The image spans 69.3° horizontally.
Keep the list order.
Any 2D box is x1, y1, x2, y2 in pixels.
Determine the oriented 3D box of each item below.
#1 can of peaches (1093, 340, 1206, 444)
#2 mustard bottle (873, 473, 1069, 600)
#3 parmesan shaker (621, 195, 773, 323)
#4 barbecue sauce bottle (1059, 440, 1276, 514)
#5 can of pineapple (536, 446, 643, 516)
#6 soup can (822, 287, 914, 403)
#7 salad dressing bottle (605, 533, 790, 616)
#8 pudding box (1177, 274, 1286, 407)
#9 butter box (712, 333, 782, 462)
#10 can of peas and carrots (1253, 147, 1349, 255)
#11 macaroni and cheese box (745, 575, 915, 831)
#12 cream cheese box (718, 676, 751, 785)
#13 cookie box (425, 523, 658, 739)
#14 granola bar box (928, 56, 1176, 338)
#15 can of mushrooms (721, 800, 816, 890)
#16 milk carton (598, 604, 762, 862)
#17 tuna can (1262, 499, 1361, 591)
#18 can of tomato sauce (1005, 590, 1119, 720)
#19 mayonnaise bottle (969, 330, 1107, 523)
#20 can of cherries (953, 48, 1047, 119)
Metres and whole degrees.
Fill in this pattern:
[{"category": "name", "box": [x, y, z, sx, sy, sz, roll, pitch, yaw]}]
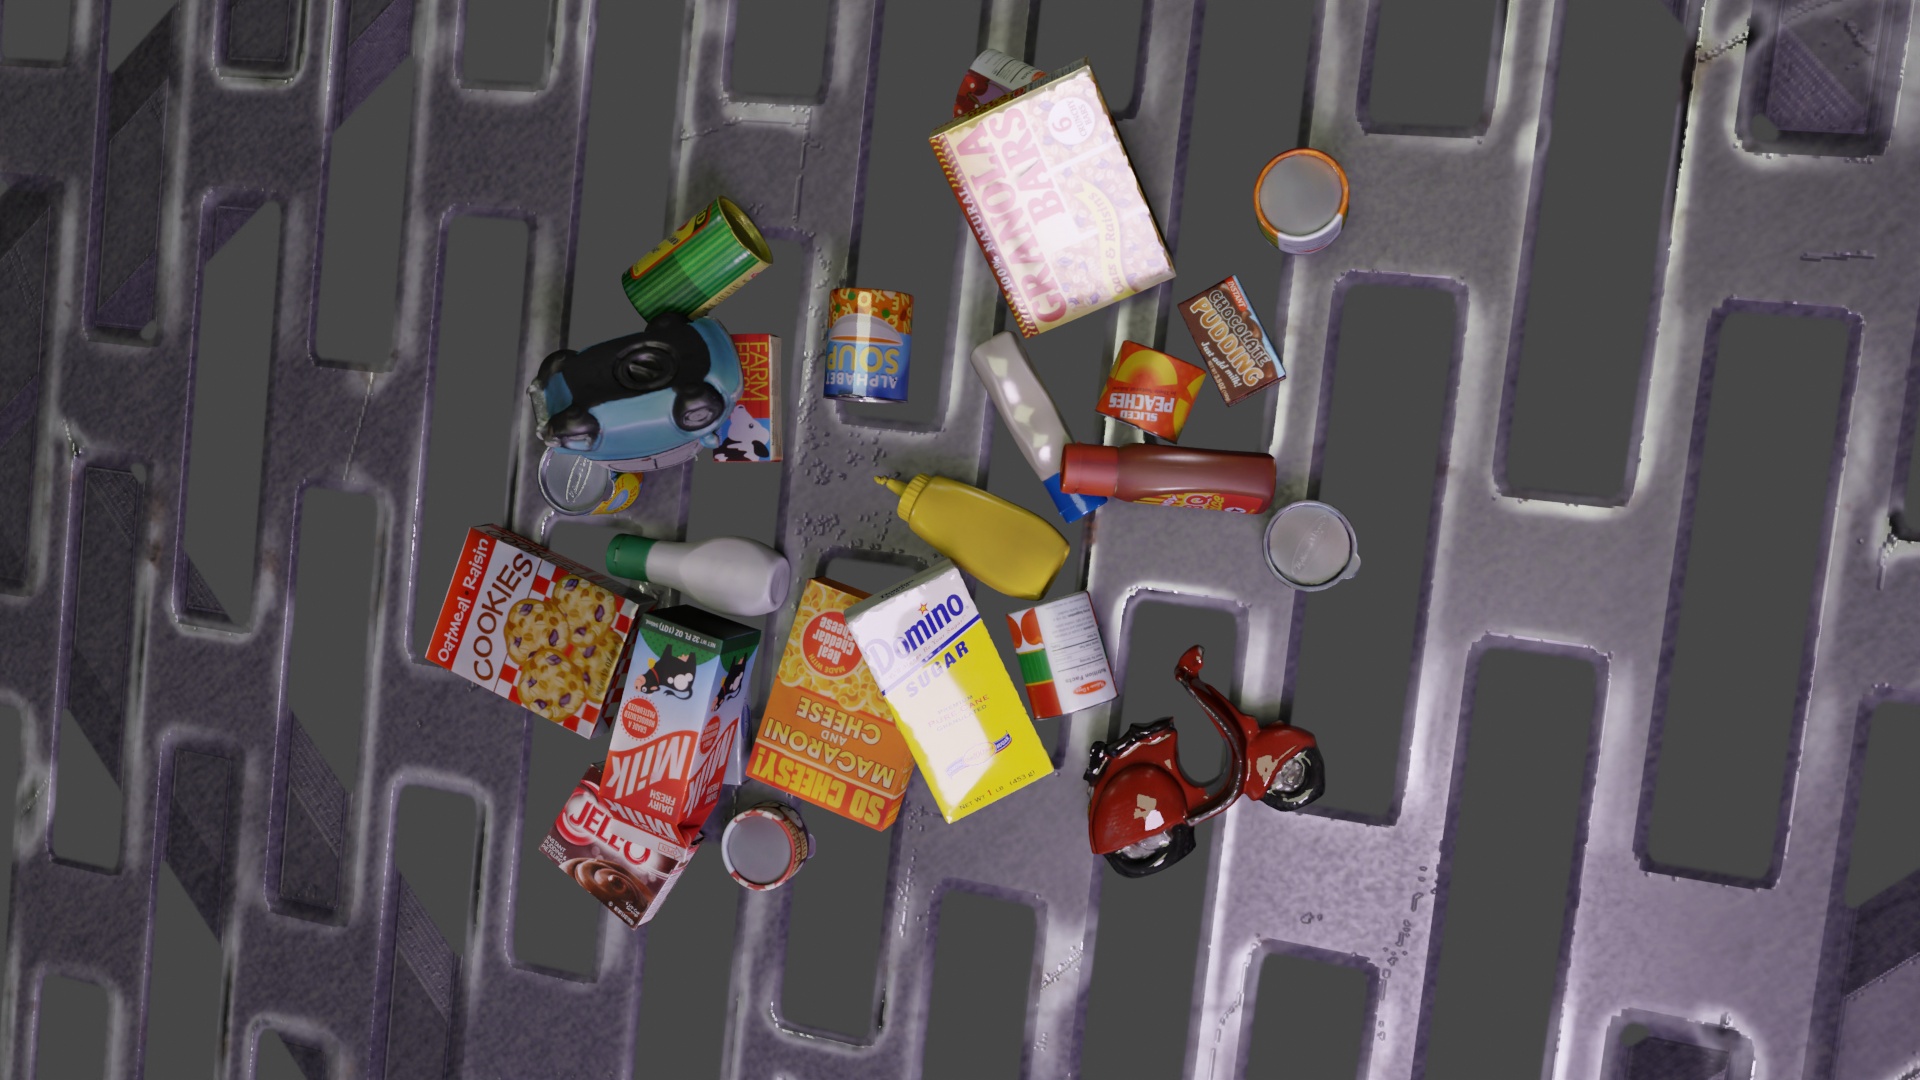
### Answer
[{"category": "can of peaches", "box": [0.138, -0.109, 1.013, 0.071, 0.071, 0.058, 24, 97, 13]}, {"category": "mustard bottle", "box": [0.004, -0.013, 1.062, 0.160, 0.048, 0.065, 30, 85, 13]}, {"category": "parmesan shaker", "box": [-0.210, -0.215, 1.101, 0.103, 0.071, 0.071, -34, 84, 13]}, {"category": "barbecue sauce bottle", "box": [0.147, -0.047, 0.999, 0.149, 0.064, 0.044, 5, 80, -2]}, {"category": "can of pineapple", "box": [-0.301, -0.052, 1.137, 0.071, 0.058, 0.071, 1, 93, 15]}, {"category": "soup can", "box": [-0.071, -0.149, 1.067, 0.071, 0.071, 0.083, 4, 93, 15]}, {"category": "salad dressing bottle", "box": [-0.214, 0.023, 1.125, 0.148, 0.044, 0.064, 10, 89, 15]}, {"category": "pudding box", "box": [0.199, -0.146, 1.017, 0.049, 0.030, 0.083, -26, 86, 13]}, {"category": "butter box", "box": [-0.172, -0.114, 1.119, 0.053, 0.024, 0.103, 0, 92, 14]}, {"category": "can of peas and carrots", "box": [0.242, -0.243, 0.988, 0.071, 0.059, 0.071, 1, 92, 14]}, {"category": "macaroni and cheese box", "box": [-0.085, 0.127, 1.096, 0.124, 0.040, 0.166, 20, 96, 13]}, {"category": "cream cheese box", "box": [-0.199, 0.146, 1.135, 0.053, 0.024, 0.103, 1, 92, 14]}, {"category": "cookie box", "box": [-0.352, 0.074, 1.165, 0.167, 0.040, 0.122, 23, 97, 12]}, {"category": "granola bar box", "box": [0.068, -0.245, 1.006, 0.124, 0.039, 0.165, -21, 116, 14]}, {"category": "can of mushrooms", "box": [-0.155, 0.247, 1.122, 0.071, 0.033, 0.071, 0, 91, 15]}, {"category": "milk carton", "box": [-0.224, 0.153, 1.090, 0.072, 0.073, 0.190, 18, 97, 15]}, {"category": "tuna can", "box": [0.255, 0.004, 1.006, 0.071, 0.033, 0.071, 1, 92, 15]}, {"category": "can of tomato sauce", "box": [0.075, 0.086, 1.041, 0.071, 0.071, 0.083, -17, 87, 15]}, {"category": "mayonnaise bottle", "box": [0.059, -0.085, 1.042, 0.041, 0.065, 0.148, -30, 89, 2]}, {"category": "can of cherries", "box": [0.034, -0.322, 1.037, 0.058, 0.071, 0.071, 29, 99, 12]}]
